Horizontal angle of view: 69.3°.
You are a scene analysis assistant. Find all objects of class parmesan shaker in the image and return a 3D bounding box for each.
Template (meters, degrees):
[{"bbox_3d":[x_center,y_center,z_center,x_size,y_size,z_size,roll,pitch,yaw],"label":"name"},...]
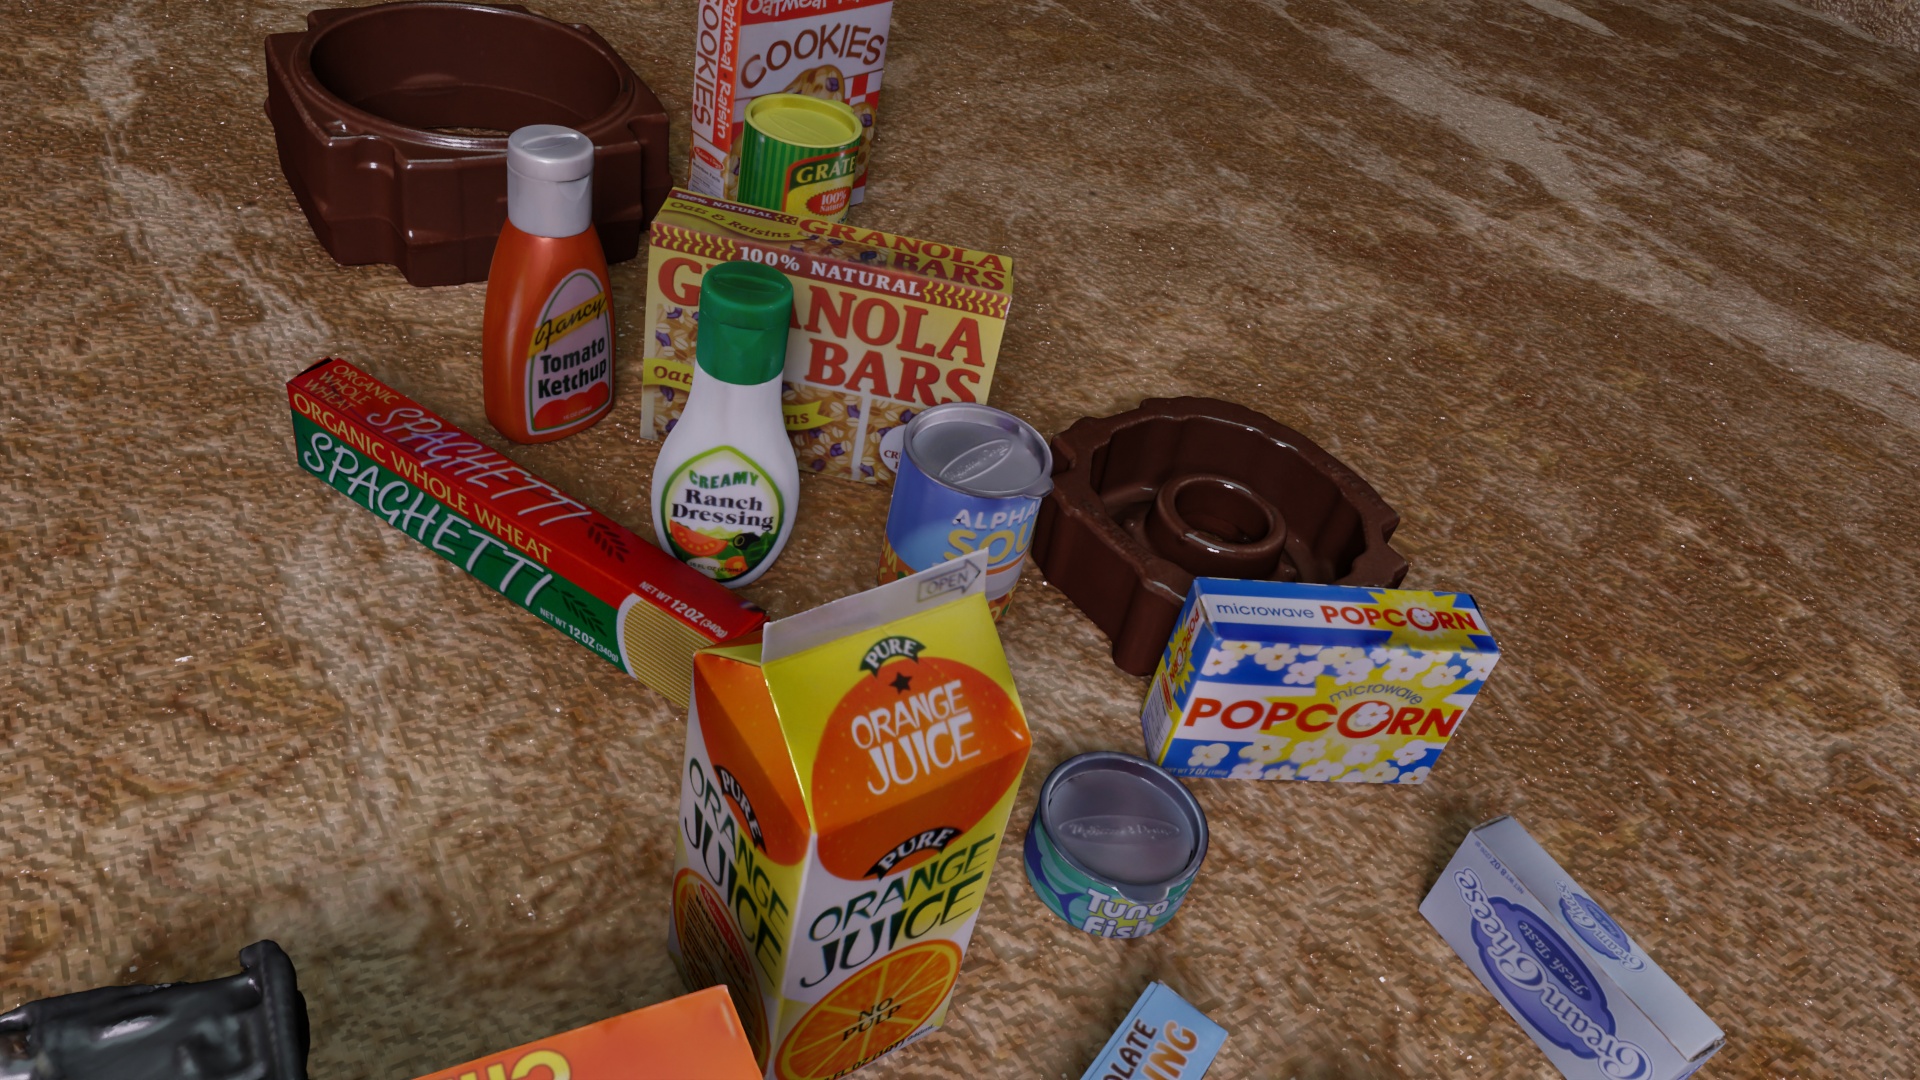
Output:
[{"bbox_3d":[-0.095,-0.198,0.810,0.071,0.102,0.072,8,39,-7],"label":"parmesan shaker"}]

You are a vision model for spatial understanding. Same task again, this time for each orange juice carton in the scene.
[{"bbox_3d":[-0.037,0.083,0.418,0.072,0.191,0.073,-16,48,-32],"label":"orange juice carton"}]

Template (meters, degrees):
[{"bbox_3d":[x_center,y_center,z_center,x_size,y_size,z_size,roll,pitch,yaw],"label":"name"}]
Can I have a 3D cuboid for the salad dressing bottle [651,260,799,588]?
[{"bbox_3d":[-0.097,-0.047,0.592,0.064,0.146,0.044,7,39,-7],"label":"salad dressing bottle"}]

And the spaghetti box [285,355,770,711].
[{"bbox_3d":[-0.189,-0.003,0.590,0.250,0.049,0.029,28,41,18],"label":"spaghetti box"}]

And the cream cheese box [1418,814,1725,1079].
[{"bbox_3d":[0.221,0.158,0.512,0.024,0.053,0.104,-13,46,-29],"label":"cream cheese box"}]

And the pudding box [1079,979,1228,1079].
[{"bbox_3d":[0.047,0.184,0.434,0.030,0.049,0.084,32,42,21],"label":"pudding box"}]

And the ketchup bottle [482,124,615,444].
[{"bbox_3d":[-0.192,-0.118,0.649,0.043,0.148,0.065,36,44,25],"label":"ketchup bottle"}]

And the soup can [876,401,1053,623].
[{"bbox_3d":[0.002,-0.008,0.624,0.071,0.083,0.072,8,39,-7],"label":"soup can"}]

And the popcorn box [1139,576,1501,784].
[{"bbox_3d":[0.148,0.060,0.583,0.127,0.084,0.038,4,40,-12],"label":"popcorn box"}]

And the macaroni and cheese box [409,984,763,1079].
[{"bbox_3d":[-0.109,0.177,0.306,0.124,0.165,0.040,-10,44,-26],"label":"macaroni and cheese box"}]

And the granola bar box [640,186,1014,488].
[{"bbox_3d":[-0.067,-0.092,0.674,0.166,0.123,0.039,11,39,-3],"label":"granola bar box"}]

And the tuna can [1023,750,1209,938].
[{"bbox_3d":[0.059,0.118,0.530,0.071,0.032,0.071,8,39,-7],"label":"tuna can"}]

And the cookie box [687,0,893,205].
[{"bbox_3d":[-0.103,-0.276,0.850,0.040,0.166,0.123,37,45,26],"label":"cookie box"}]
